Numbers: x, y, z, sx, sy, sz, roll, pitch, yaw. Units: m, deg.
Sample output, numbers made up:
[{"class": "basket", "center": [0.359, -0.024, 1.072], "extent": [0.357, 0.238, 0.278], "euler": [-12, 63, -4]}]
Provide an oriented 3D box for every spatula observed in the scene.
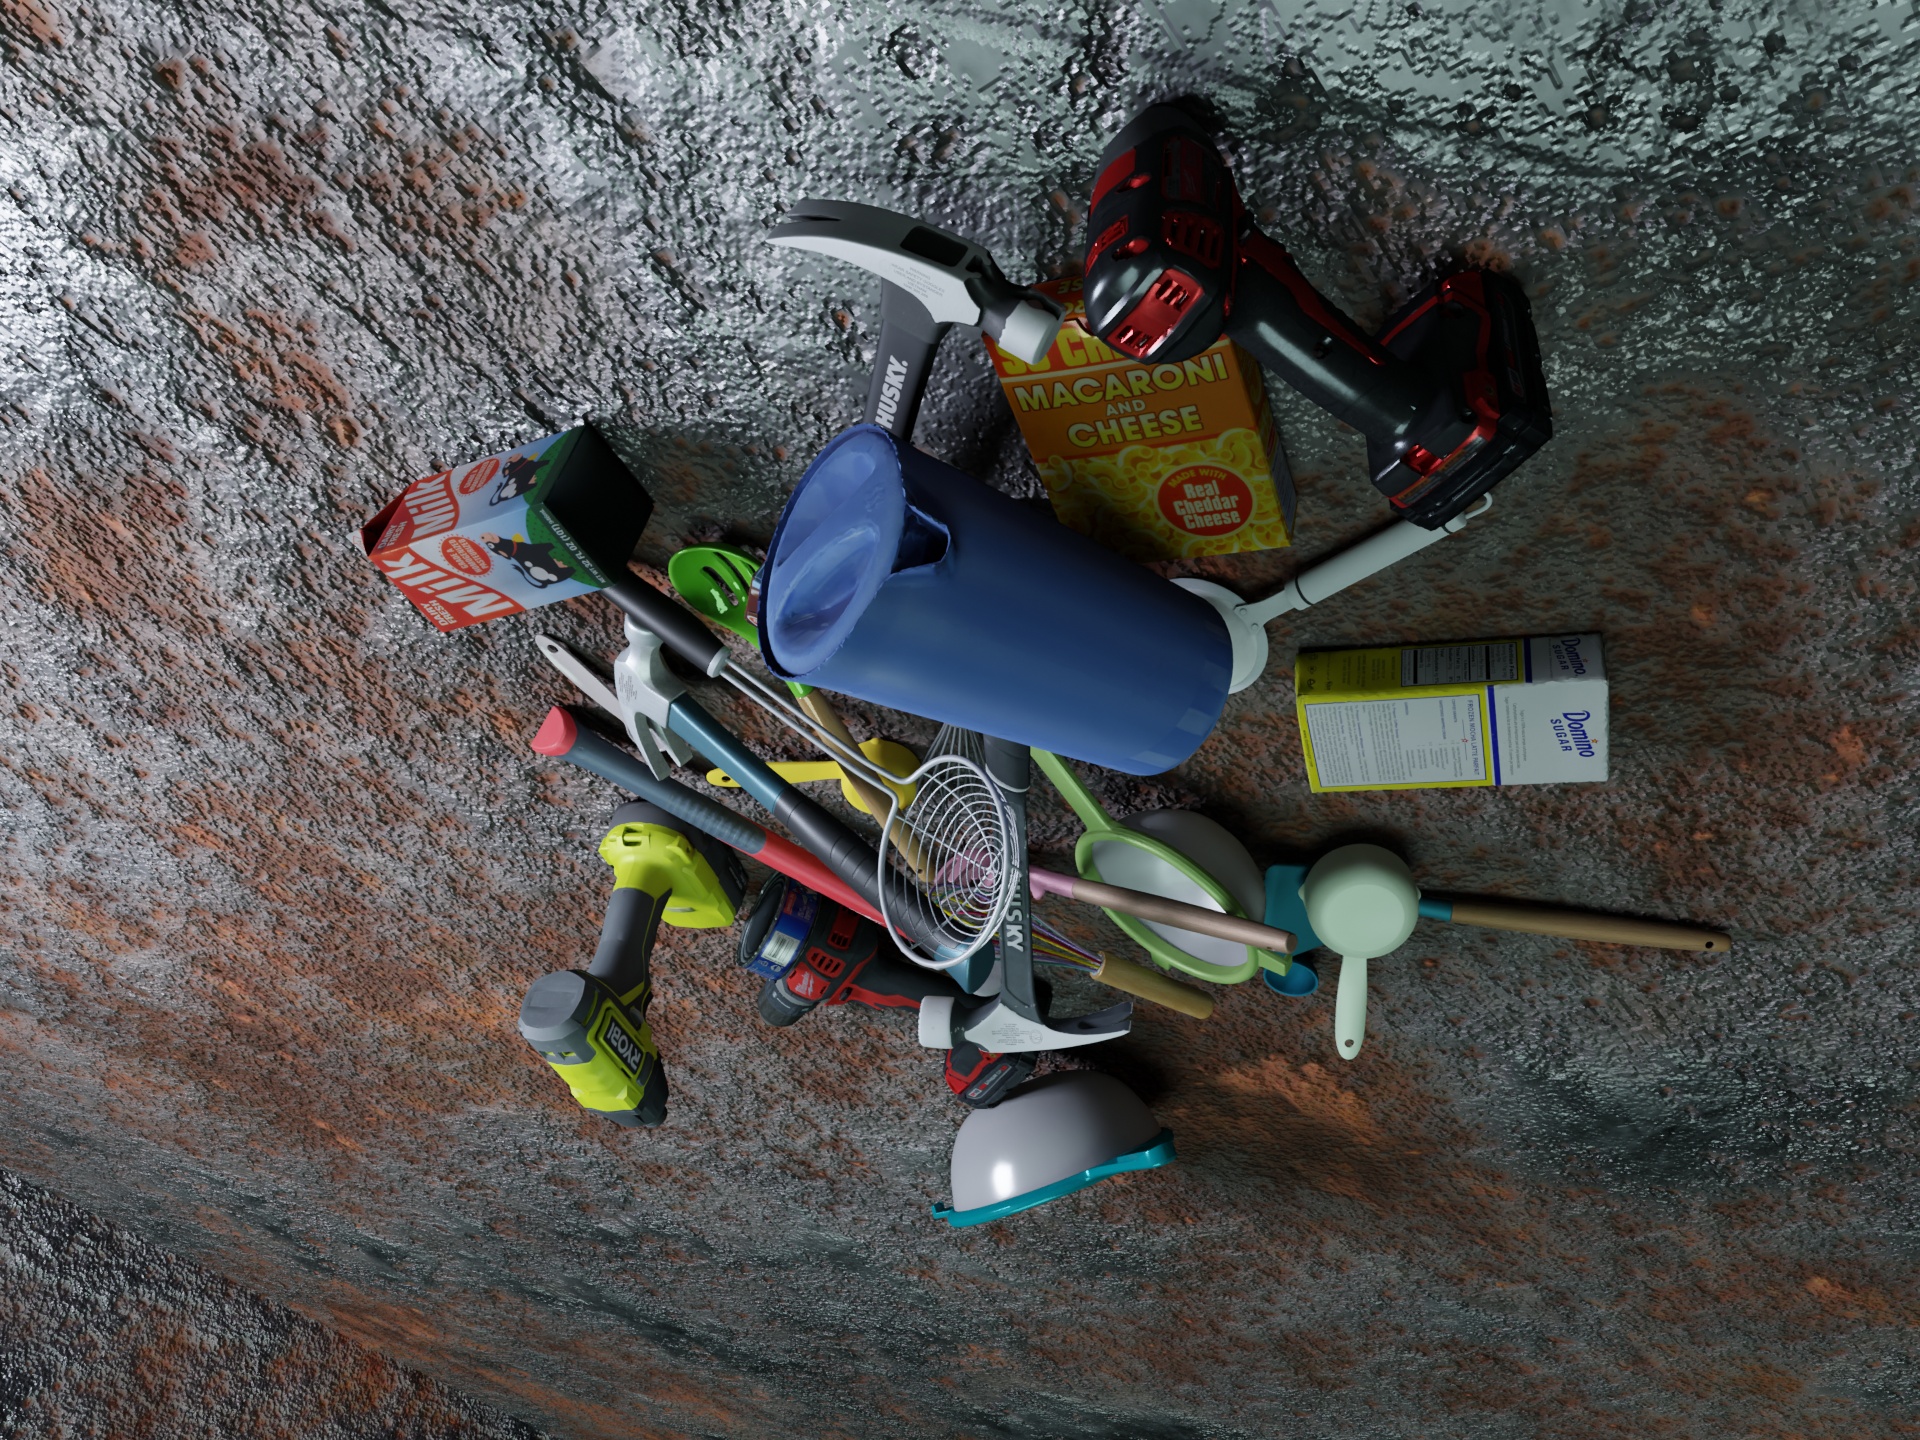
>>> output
[{"class": "spatula", "center": [0.369, 0.143, 1.108], "extent": [0.317, 0.044, 0.082], "euler": [5, 114, 10]}]

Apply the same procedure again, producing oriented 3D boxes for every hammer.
[{"class": "hammer", "center": [-0.141, 0.097, 1.202], "extent": [0.386, 0.038, 0.143], "euler": [29, 176, -6]}, {"class": "hammer", "center": [0.036, 0.053, 1.015], "extent": [0.149, 0.036, 0.408], "euler": [2, 121, 9]}, {"class": "hammer", "center": [-0.108, 0.061, 1.056], "extent": [0.331, 0.033, 0.128], "euler": [39, 142, 15]}, {"class": "hammer", "center": [-0.051, -0.142, 0.883], "extent": [0.146, 0.035, 0.334], "euler": [29, 148, 4]}]

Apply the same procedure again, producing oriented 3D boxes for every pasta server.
[{"class": "pasta server", "center": [0.099, 0.128, 1.100], "extent": [0.316, 0.040, 0.060], "euler": [9, 160, 48]}]

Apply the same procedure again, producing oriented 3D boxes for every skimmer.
[{"class": "skimmer", "center": [-0.114, 0.007, 0.974], "extent": [0.363, 0.090, 0.127], "euler": [36, 118, 7]}]

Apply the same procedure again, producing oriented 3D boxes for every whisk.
[{"class": "whisk", "center": [0.081, 0.172, 1.150], "extent": [0.244, 0.051, 0.047], "euler": [23, 159, -19]}, {"class": "whisk", "center": [-0.003, -0.003, 1.052], "extent": [0.055, 0.055, 0.238], "euler": [10, 137, 6]}]

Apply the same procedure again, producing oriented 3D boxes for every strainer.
[{"class": "strainer", "center": [0.188, -0.070, 0.917], "extent": [0.258, 0.050, 0.086], "euler": [-29, 110, 37]}, {"class": "strainer", "center": [0.091, 0.342, 1.338], "extent": [0.211, 0.095, 0.340], "euler": [-17, 167, -21]}, {"class": "strainer", "center": [0.126, 0.070, 1.095], "extent": [0.256, 0.069, 0.151], "euler": [50, 155, -13]}]

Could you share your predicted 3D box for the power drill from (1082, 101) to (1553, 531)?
[{"class": "power drill", "center": [0.153, -0.188, 0.712], "extent": [0.219, 0.143, 0.078], "euler": [23, 140, -21]}]

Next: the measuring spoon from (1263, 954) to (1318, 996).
[{"class": "measuring spoon", "center": [0.229, 0.162, 1.205], "extent": [0.042, 0.021, 0.128], "euler": [-23, 119, 38]}]

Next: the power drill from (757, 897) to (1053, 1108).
[{"class": "power drill", "center": [-0.057, 0.244, 1.347], "extent": [0.226, 0.080, 0.187], "euler": [26, 140, -10]}]

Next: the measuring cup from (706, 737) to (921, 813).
[{"class": "measuring cup", "center": [-0.106, 0.046, 1.136], "extent": [0.156, 0.029, 0.062], "euler": [-3, 135, 5]}]

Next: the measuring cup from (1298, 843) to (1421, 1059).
[{"class": "measuring cup", "center": [0.274, 0.168, 1.097], "extent": [0.083, 0.038, 0.167], "euler": [1, 109, 7]}]

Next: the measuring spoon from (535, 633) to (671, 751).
[{"class": "measuring spoon", "center": [-0.253, -0.023, 1.136], "extent": [0.034, 0.018, 0.124], "euler": [-26, 119, 39]}]

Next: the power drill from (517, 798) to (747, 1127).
[{"class": "power drill", "center": [-0.242, 0.187, 1.214], "extent": [0.080, 0.223, 0.171], "euler": [-3, 138, 21]}]

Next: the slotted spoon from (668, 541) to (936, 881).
[{"class": "slotted spoon", "center": [-0.093, -0.001, 1.067], "extent": [0.070, 0.031, 0.313], "euler": [-12, 126, 30]}]
